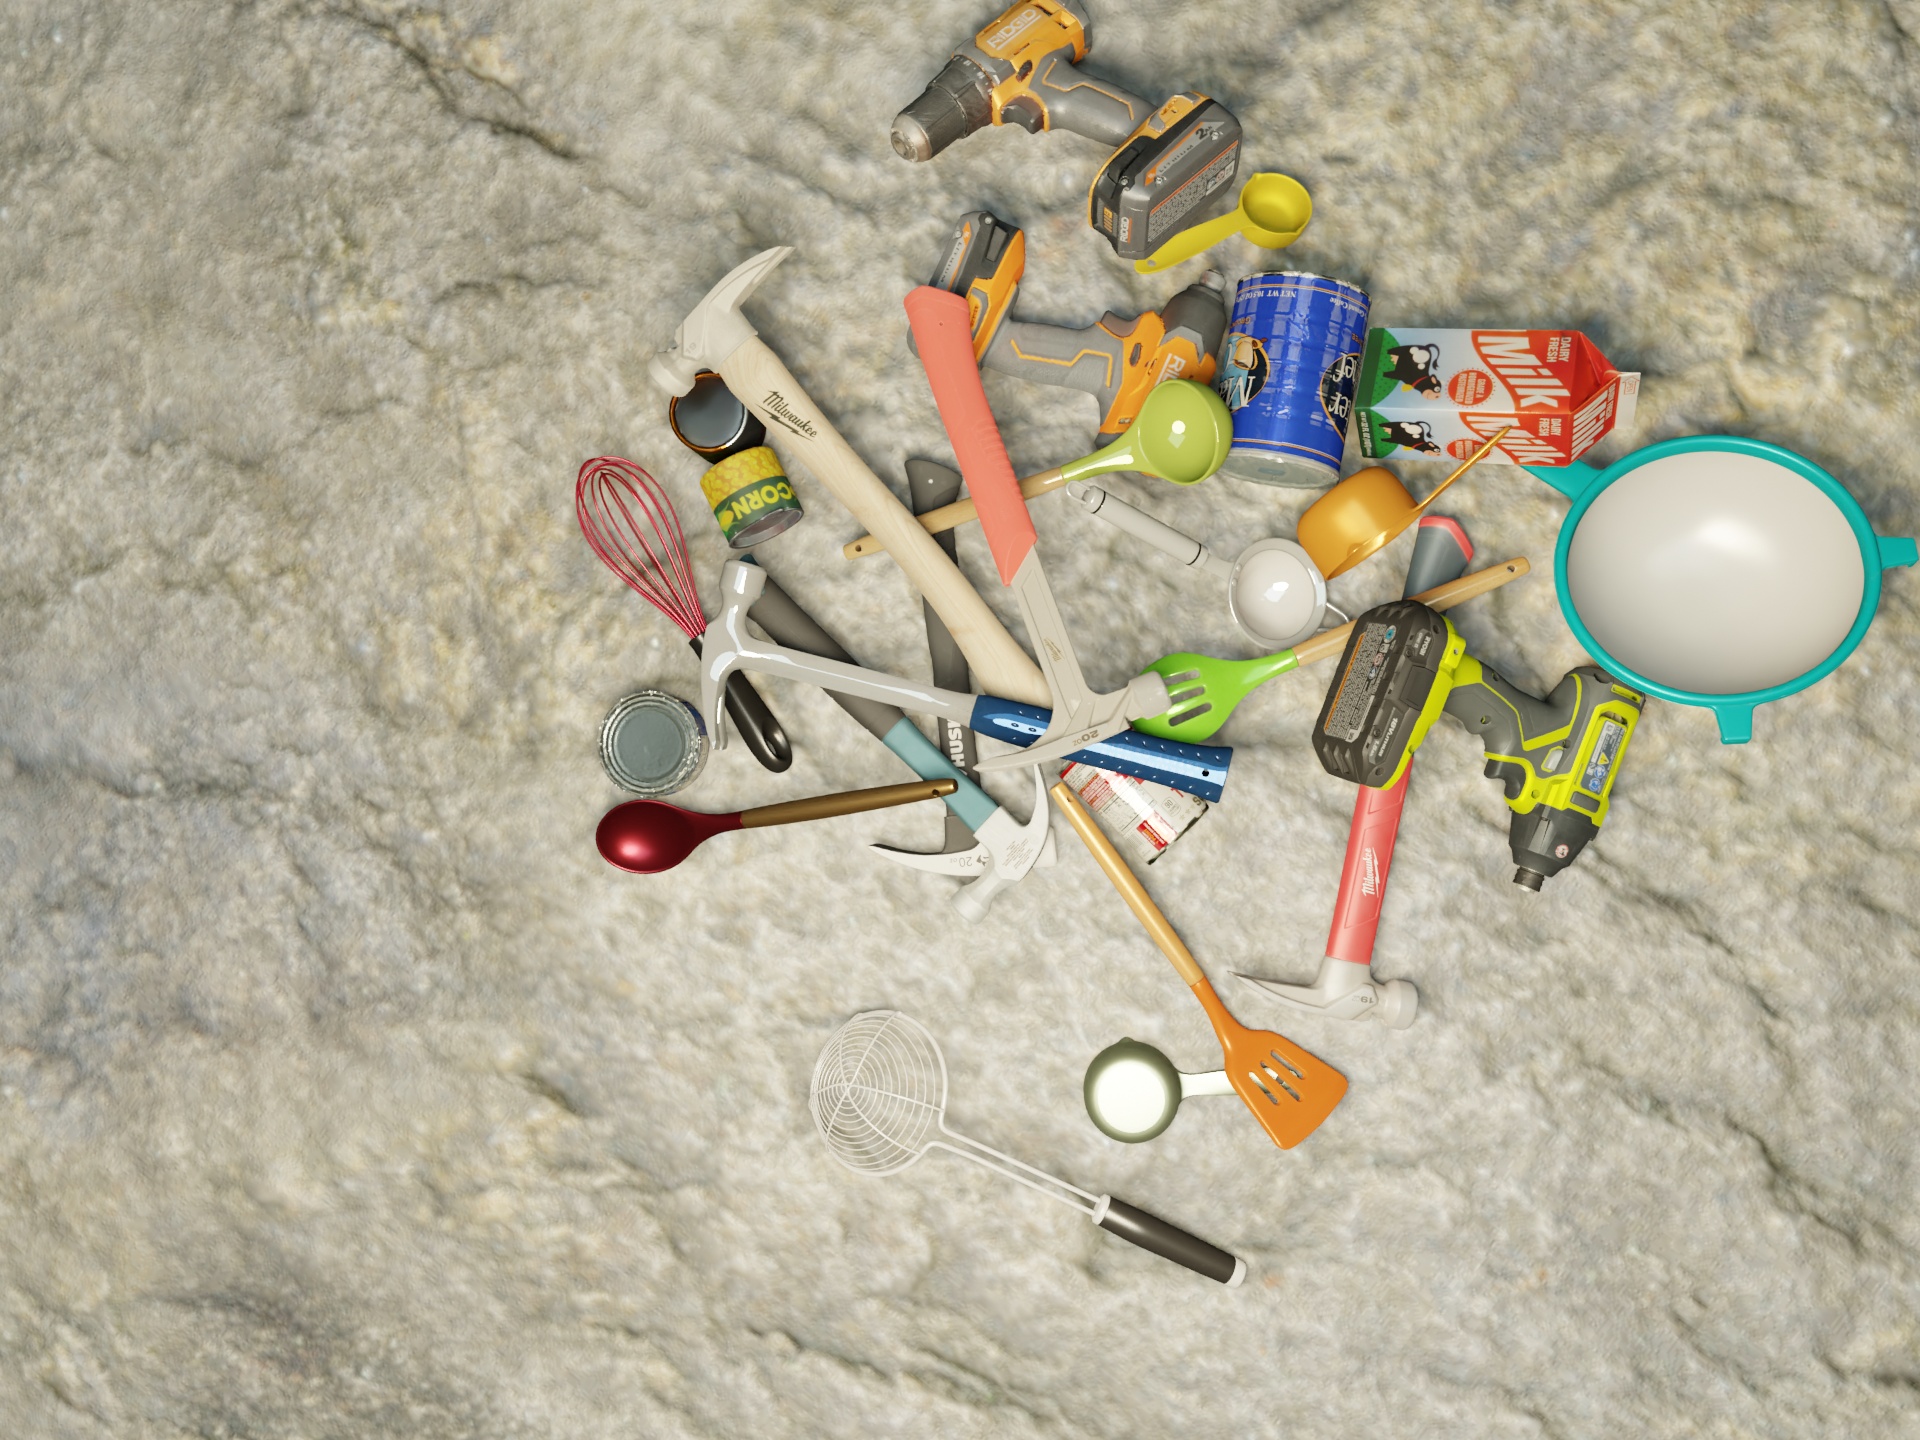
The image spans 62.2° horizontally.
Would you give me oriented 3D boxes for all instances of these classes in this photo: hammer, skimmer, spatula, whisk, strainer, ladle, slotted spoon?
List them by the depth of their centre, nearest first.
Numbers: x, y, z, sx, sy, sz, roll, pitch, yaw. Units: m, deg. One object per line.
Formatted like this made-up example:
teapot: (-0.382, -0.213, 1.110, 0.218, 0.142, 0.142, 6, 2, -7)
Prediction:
hammer: (0.023, -0.146, 1.160, 0.149, 0.036, 0.359, -21, 82, 3)
strainer: (0.497, -0.132, 1.183, 0.211, 0.095, 0.341, -46, 63, -4)
slotted spoon: (0.273, -0.059, 1.186, 0.314, 0.031, 0.070, -22, 82, 5)
hammer: (-0.002, -0.004, 1.187, 0.405, 0.035, 0.144, 15, 92, 8)
strainer: (0.183, -0.122, 1.196, 0.258, 0.050, 0.087, 24, 79, -24)
ladle: (0.051, -0.176, 1.197, 0.320, 0.062, 0.078, -17, 94, 18)
hammer: (-0.055, -0.164, 1.204, 0.146, 0.038, 0.410, -40, 92, 23)
hammer: (0.310, 0.032, 1.207, 0.143, 0.038, 0.386, 12, 88, -6)
spatula: (0.171, 0.178, 1.215, 0.081, 0.041, 0.322, -37, 91, -25)
hammer: (-0.062, -0.002, 1.232, 0.331, 0.033, 0.128, 44, 93, 6)
ladle: (-0.146, 0.073, 1.239, 0.315, 0.031, 0.069, -10, 118, 23)
skimmer: (0.052, 0.347, 1.247, 0.363, 0.090, 0.127, 26, 89, -3)
hammer: (-0.014, -0.042, 1.262, 0.146, 0.035, 0.335, -7, 88, 6)
whisk: (-0.220, -0.084, 1.279, 0.073, 0.073, 0.296, -32, 90, 5)

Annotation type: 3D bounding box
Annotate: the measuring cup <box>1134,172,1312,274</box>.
measuring cup: (0.199, -0.371, 1.225, 0.156, 0.029, 0.062, -27, 75, -12)

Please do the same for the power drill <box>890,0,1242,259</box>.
power drill: (0.075, -0.445, 1.204, 0.185, 0.084, 0.226, -42, 70, -14)

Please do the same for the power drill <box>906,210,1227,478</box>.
power drill: (0.090, -0.307, 1.235, 0.226, 0.084, 0.164, 26, 91, 3)

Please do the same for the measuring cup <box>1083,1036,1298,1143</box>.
measuring cup: (0.177, 0.285, 1.226, 0.167, 0.038, 0.083, -6, 88, 9)

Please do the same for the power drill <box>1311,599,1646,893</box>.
power drill: (0.379, 0.019, 1.160, 0.223, 0.080, 0.171, 21, 90, -18)

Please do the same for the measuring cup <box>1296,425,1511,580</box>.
measuring cup: (0.323, -0.176, 1.176, 0.173, 0.095, 0.052, -43, 77, 32)
